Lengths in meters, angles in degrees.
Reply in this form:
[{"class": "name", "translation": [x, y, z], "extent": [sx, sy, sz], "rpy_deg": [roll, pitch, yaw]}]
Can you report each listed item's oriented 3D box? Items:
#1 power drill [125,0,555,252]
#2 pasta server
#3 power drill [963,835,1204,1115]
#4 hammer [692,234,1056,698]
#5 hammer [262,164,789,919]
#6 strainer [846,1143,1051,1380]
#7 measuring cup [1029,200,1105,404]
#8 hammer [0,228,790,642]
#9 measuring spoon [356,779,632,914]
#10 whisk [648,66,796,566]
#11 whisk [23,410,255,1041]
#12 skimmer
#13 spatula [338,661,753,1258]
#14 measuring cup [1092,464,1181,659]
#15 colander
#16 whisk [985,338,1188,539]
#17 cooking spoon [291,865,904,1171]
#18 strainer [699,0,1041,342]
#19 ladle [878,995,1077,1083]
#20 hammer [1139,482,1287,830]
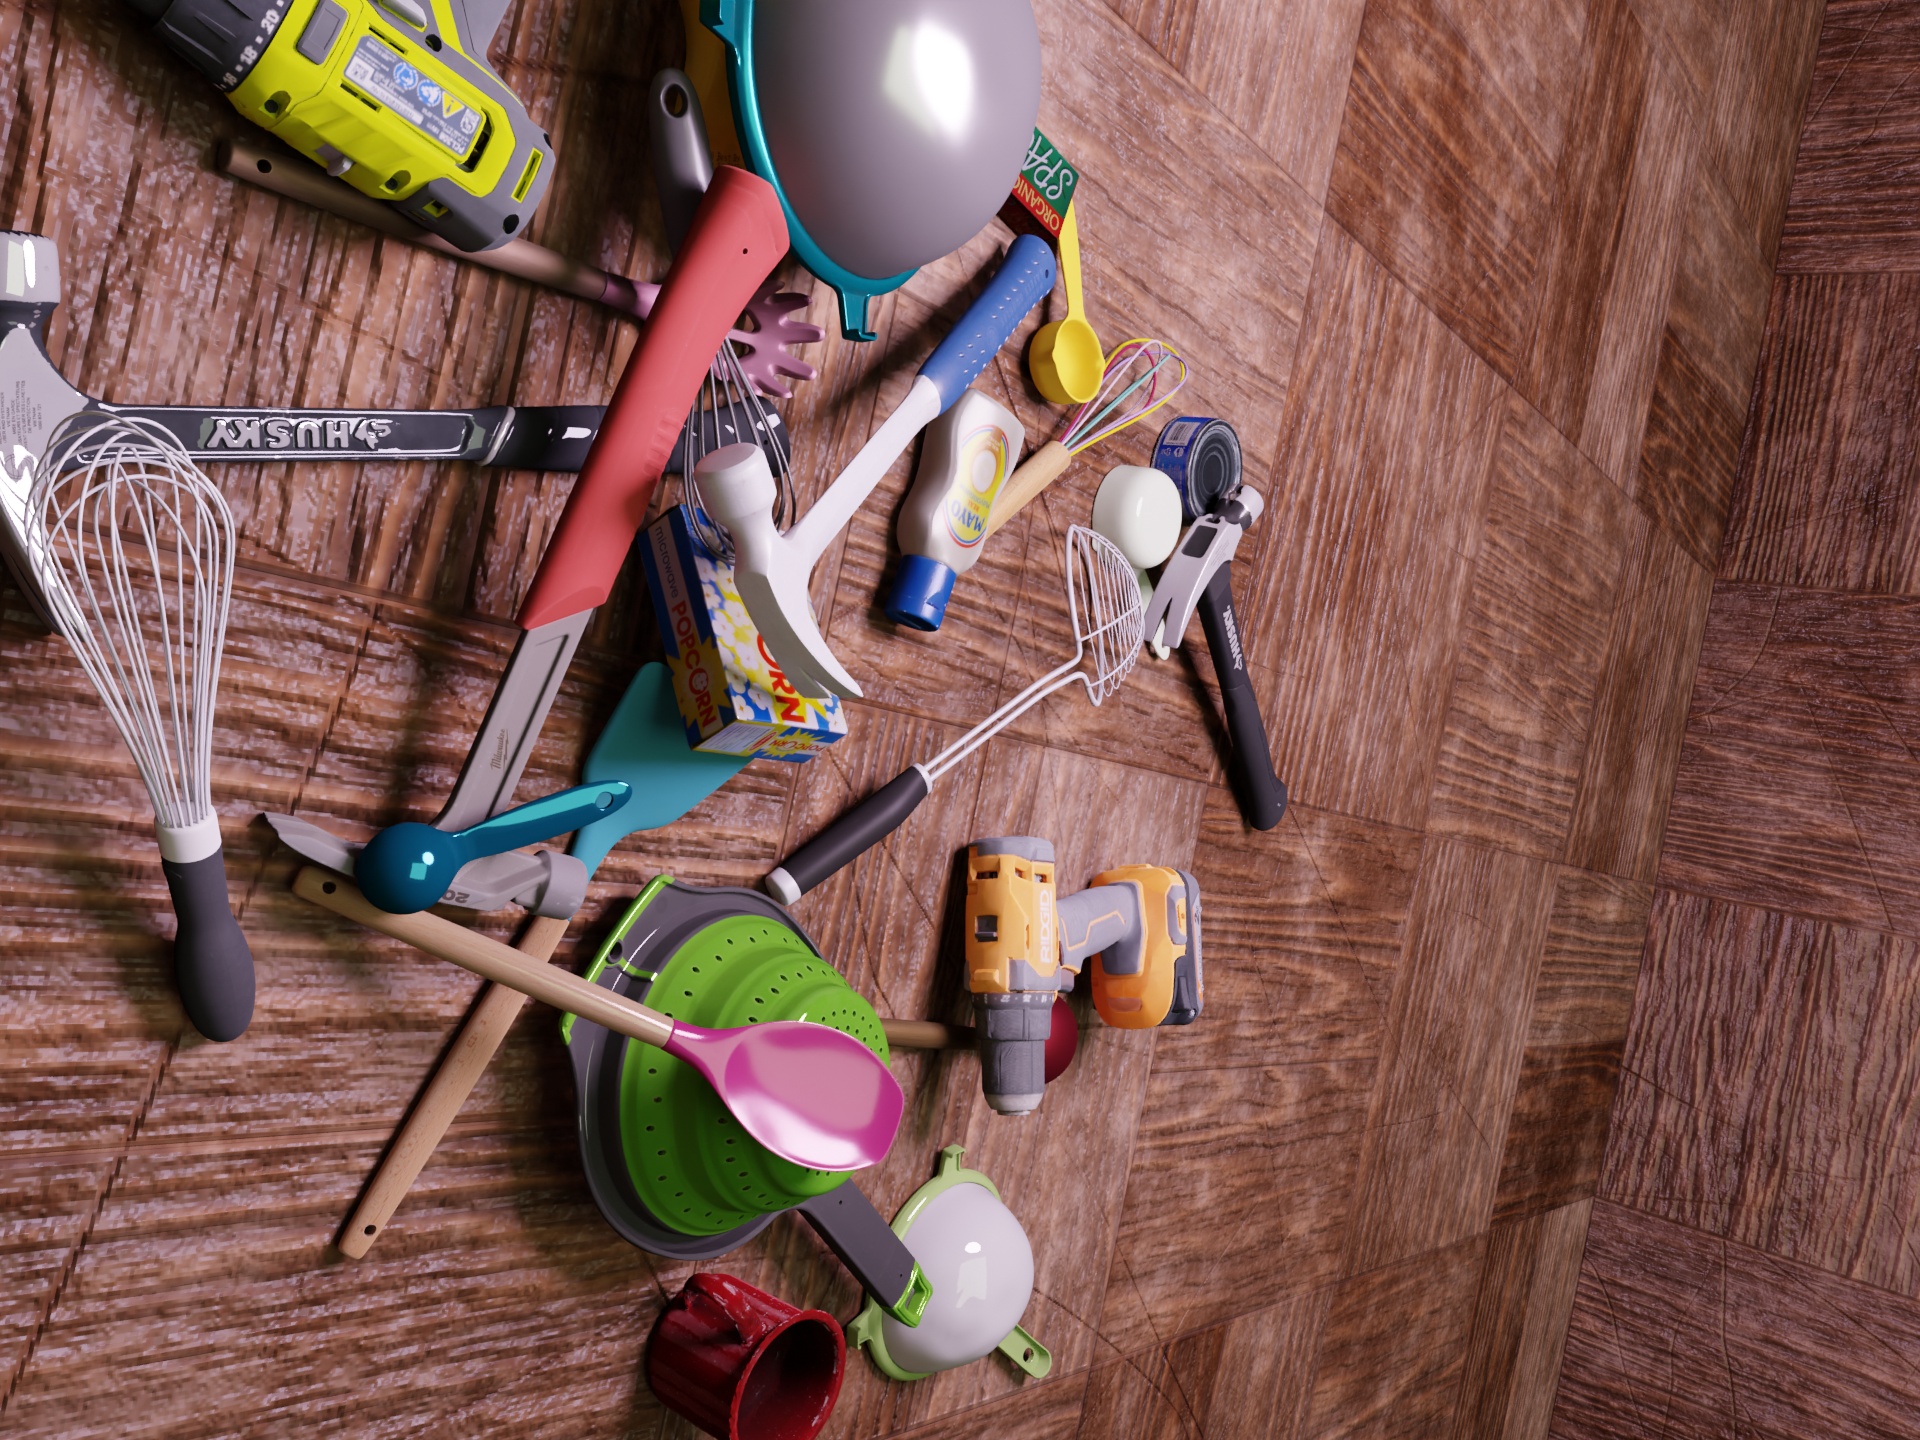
[{"class": "power drill", "translation": [-0.226, -0.332, 0.636], "extent": [0.190, 0.080, 0.228], "rpy_deg": [30, 76, -39]}, {"class": "pasta server", "translation": [-0.188, -0.213, 0.750], "extent": [0.316, 0.040, 0.060], "rpy_deg": [6, 98, -51]}, {"class": "power drill", "translation": [0.085, 0.182, 1.133], "extent": [0.226, 0.084, 0.185], "rpy_deg": [13, 73, -50]}, {"class": "hammer", "translation": [-0.022, -0.170, 0.886], "extent": [0.406, 0.035, 0.144], "rpy_deg": [-59, 141, -47]}, {"class": "hammer", "translation": [-0.176, -0.086, 0.726], "extent": [0.149, 0.037, 0.359], "rpy_deg": [23, 91, -40]}, {"class": "strainer", "translation": [0.028, 0.430, 1.149], "extent": [0.151, 0.069, 0.256], "rpy_deg": [-58, 136, -25]}, {"class": "measuring cup", "translation": [0.065, -0.290, 1.070], "extent": [0.062, 0.029, 0.156], "rpy_deg": [-8, 92, -51]}, {"class": "hammer", "translation": [-0.228, -0.124, 0.723], "extent": [0.409, 0.036, 0.149], "rpy_deg": [-11, 108, -50]}, {"class": "measuring spoon", "translation": [-0.204, 0.054, 0.715], "extent": [0.128, 0.021, 0.042], "rpy_deg": [-20, 117, -28]}, {"class": "whisk", "translation": [-0.120, -0.192, 0.778], "extent": [0.055, 0.055, 0.238], "rpy_deg": [-28, 118, -45]}, {"class": "whisk", "translation": [-0.303, 0.016, 0.612], "extent": [0.070, 0.070, 0.284], "rpy_deg": [-30, 138, -44]}, {"class": "skimmer", "translation": [-0.002, -0.003, 1.044], "extent": [0.363, 0.090, 0.127], "rpy_deg": [-37, 130, -28]}, {"class": "spatula", "translation": [-0.212, 0.120, 0.793], "extent": [0.082, 0.044, 0.318], "rpy_deg": [41, 68, -32]}, {"class": "measuring cup", "translation": [0.147, -0.113, 1.195], "extent": [0.083, 0.038, 0.167], "rpy_deg": [-46, 129, -35]}, {"class": "colander", "translation": [-0.073, 0.253, 0.917], "extent": [0.205, 0.094, 0.396], "rpy_deg": [-61, 138, -35]}, {"class": "whisk", "translation": [0.077, -0.196, 1.094], "extent": [0.245, 0.051, 0.047], "rpy_deg": [-45, 110, -31]}, {"class": "cooking spoon", "translation": [-0.164, 0.140, 0.762], "extent": [0.318, 0.017, 0.069], "rpy_deg": [29, 68, -21]}, {"class": "strainer", "translation": [0.007, -0.369, 0.825], "extent": [0.340, 0.095, 0.210], "rpy_deg": [-63, 145, -32]}, {"class": "ladle", "translation": [-0.005, 0.216, 1.095], "extent": [0.315, 0.031, 0.069], "rpy_deg": [18, 80, -50]}, {"class": "hammer", "translation": [0.221, -0.021, 1.289], "extent": [0.146, 0.035, 0.334], "rpy_deg": [-52, 141, -26]}]
